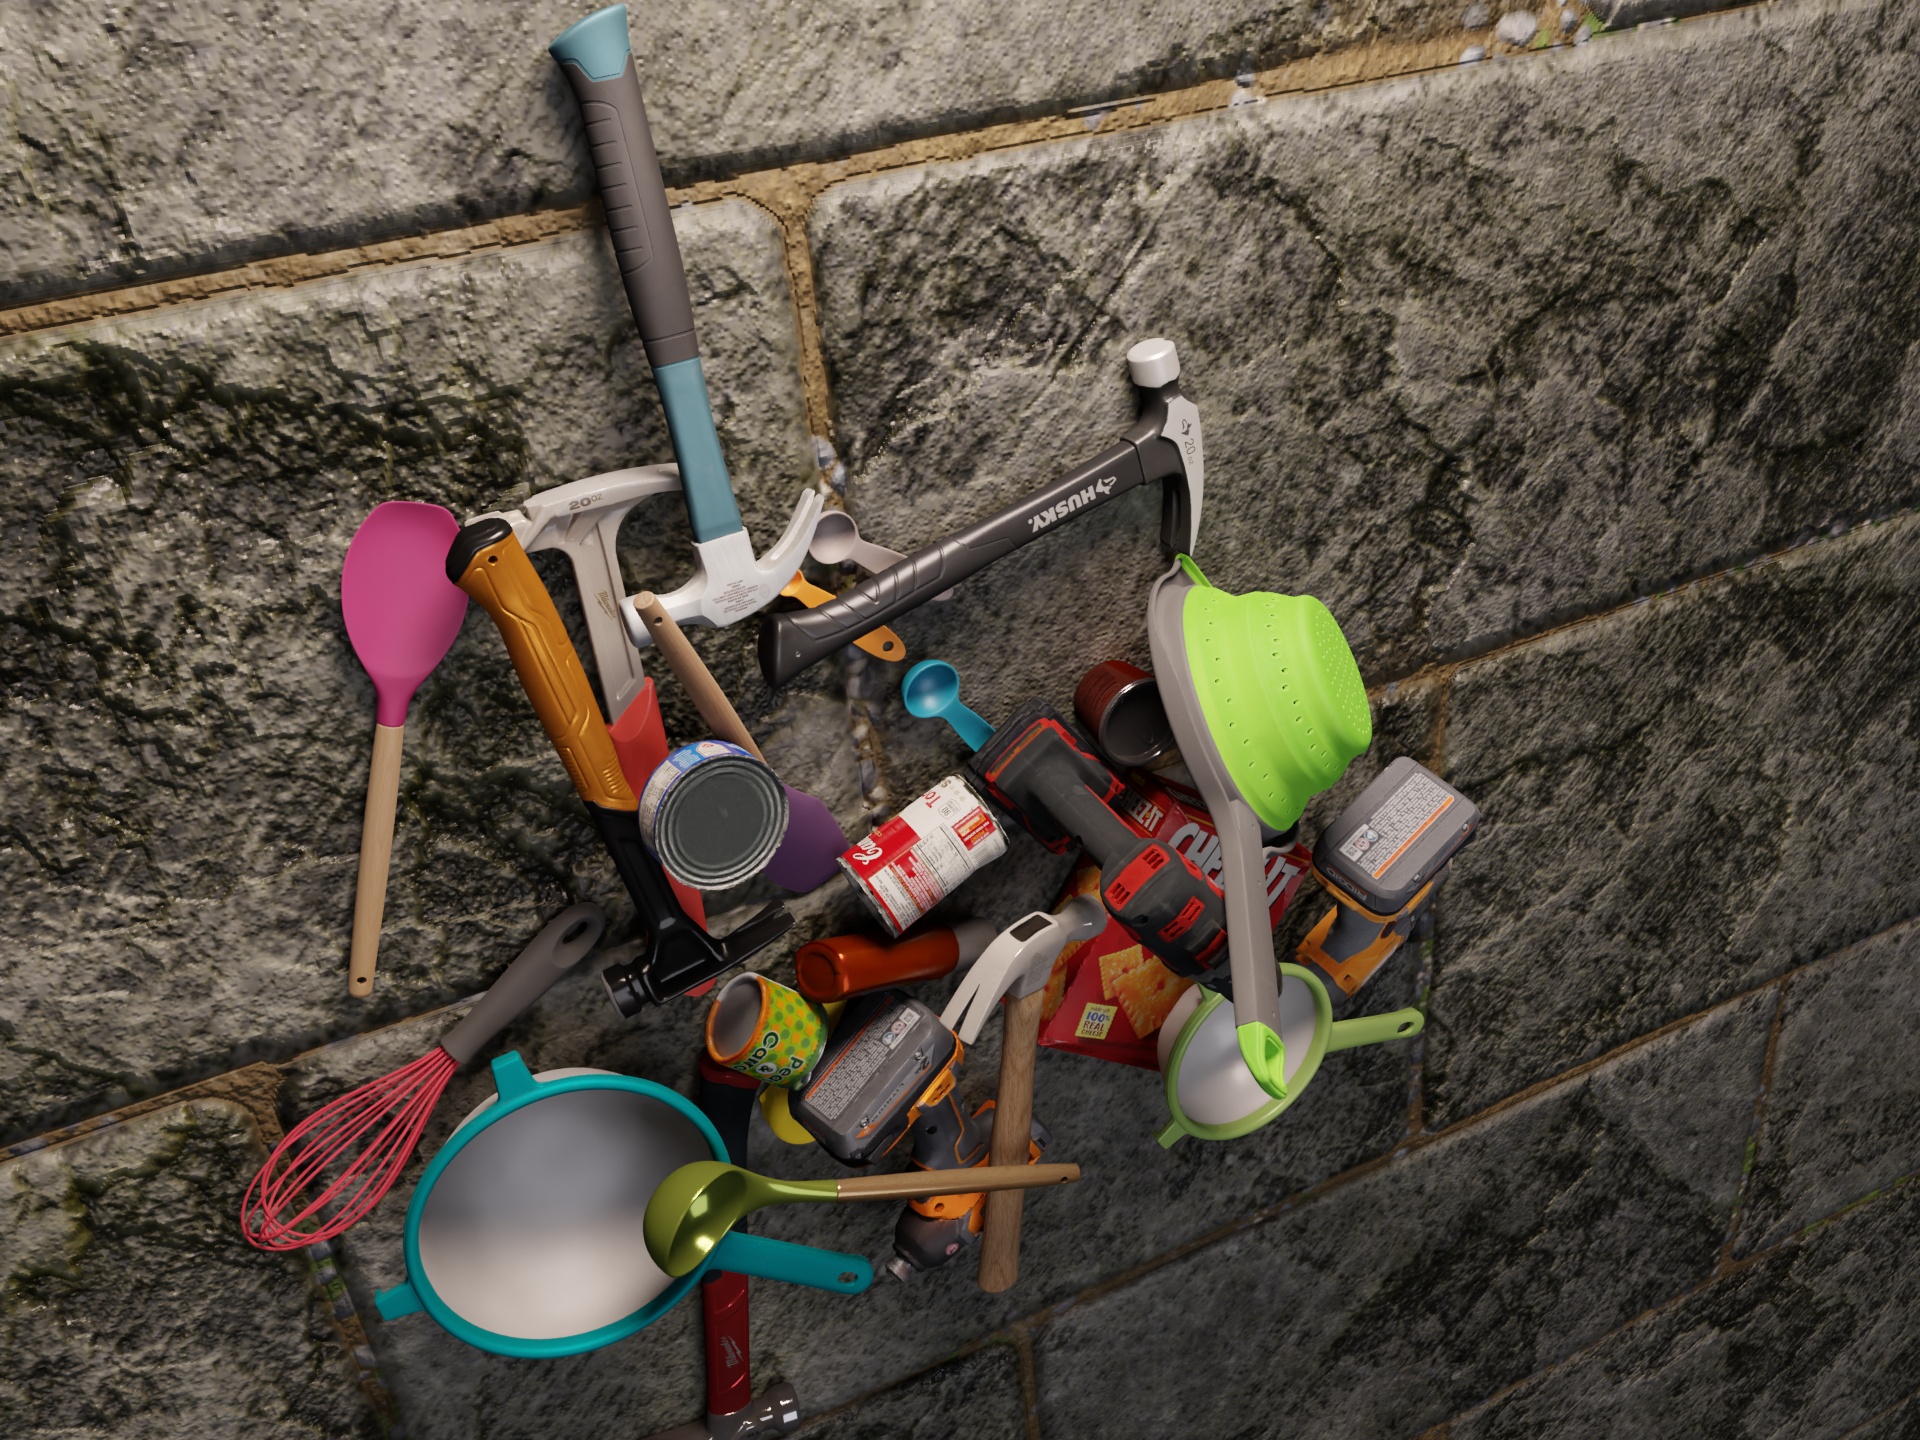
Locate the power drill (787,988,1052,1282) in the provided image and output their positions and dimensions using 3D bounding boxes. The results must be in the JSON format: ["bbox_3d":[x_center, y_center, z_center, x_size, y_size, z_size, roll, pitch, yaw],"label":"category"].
[{"bbox_3d":[-0.033,0.317,1.181,0.164,0.084,0.226,-49,134,-16],"label":"power drill"}]

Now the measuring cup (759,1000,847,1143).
[{"bbox_3d":[-0.100,0.242,1.161,0.062,0.029,0.156,9,111,-31],"label":"measuring cup"}]

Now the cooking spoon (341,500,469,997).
[{"bbox_3d":[-0.337,0.024,0.931,0.068,0.017,0.318,3,113,-28],"label":"cooking spoon"}]

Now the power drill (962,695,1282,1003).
[{"bbox_3d":[0.118,0.098,1.075,0.080,0.227,0.187,-46,133,2],"label":"power drill"}]

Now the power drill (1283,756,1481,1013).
[{"bbox_3d":[0.341,0.122,1.258,0.185,0.084,0.226,-40,153,-22],"label":"power drill"}]

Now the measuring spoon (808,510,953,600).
[{"bbox_3d":[-0.052,-0.103,1.021,0.124,0.018,0.034,23,102,-41],"label":"measuring spoon"}]

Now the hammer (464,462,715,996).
[{"bbox_3d":[-0.191,0.020,0.995,0.149,0.037,0.358,-18,121,-19],"label":"hammer"}]

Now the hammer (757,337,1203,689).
[{"bbox_3d":[0.018,-0.110,1.025,0.335,0.035,0.146,-30,125,-16],"label":"hammer"}]

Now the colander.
[{"bbox_3d":[0.209,0.045,1.006,0.094,0.398,0.204,-21,135,26],"label":"colander"}]

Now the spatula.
[{"bbox_3d":[-0.135,0.024,0.990,0.060,0.018,0.315,-35,143,-9],"label":"spatula"}]

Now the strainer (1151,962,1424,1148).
[{"bbox_3d":[0.247,0.235,1.229,0.256,0.069,0.151,-2,113,-31],"label":"strainer"}]

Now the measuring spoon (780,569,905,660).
[{"bbox_3d":[-0.077,-0.068,1.027,0.116,0.011,0.021,33,97,-39],"label":"measuring spoon"}]

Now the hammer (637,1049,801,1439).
[{"bbox_3d":[-0.192,0.413,1.196,0.143,0.038,0.386,-9,118,-22],"label":"hammer"}]

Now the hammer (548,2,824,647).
[{"bbox_3d":[-0.161,-0.210,0.867,0.128,0.033,0.330,-19,114,-17],"label":"hammer"}]

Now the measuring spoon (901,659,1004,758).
[{"bbox_3d":[-0.002,-0.004,1.098,0.042,0.021,0.128,-45,135,1],"label":"measuring spoon"}]

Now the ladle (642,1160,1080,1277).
[{"bbox_3d":[-0.056,0.324,1.072,0.320,0.062,0.078,3,117,-25],"label":"ladle"}]

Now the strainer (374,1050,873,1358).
[{"bbox_3d":[-0.215,0.333,1.097,0.340,0.095,0.211,24,98,-30],"label":"strainer"}]

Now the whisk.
[{"bbox_3d":[-0.338,0.225,1.014,0.296,0.073,0.073,-45,127,-8],"label":"whisk"}]

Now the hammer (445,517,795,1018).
[{"bbox_3d":[-0.209,0.028,0.946,0.127,0.034,0.336,-26,123,-13],"label":"hammer"}]

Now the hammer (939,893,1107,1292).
[{"bbox_3d":[0.036,0.286,1.153,0.130,0.031,0.331,-20,125,-39],"label":"hammer"}]
